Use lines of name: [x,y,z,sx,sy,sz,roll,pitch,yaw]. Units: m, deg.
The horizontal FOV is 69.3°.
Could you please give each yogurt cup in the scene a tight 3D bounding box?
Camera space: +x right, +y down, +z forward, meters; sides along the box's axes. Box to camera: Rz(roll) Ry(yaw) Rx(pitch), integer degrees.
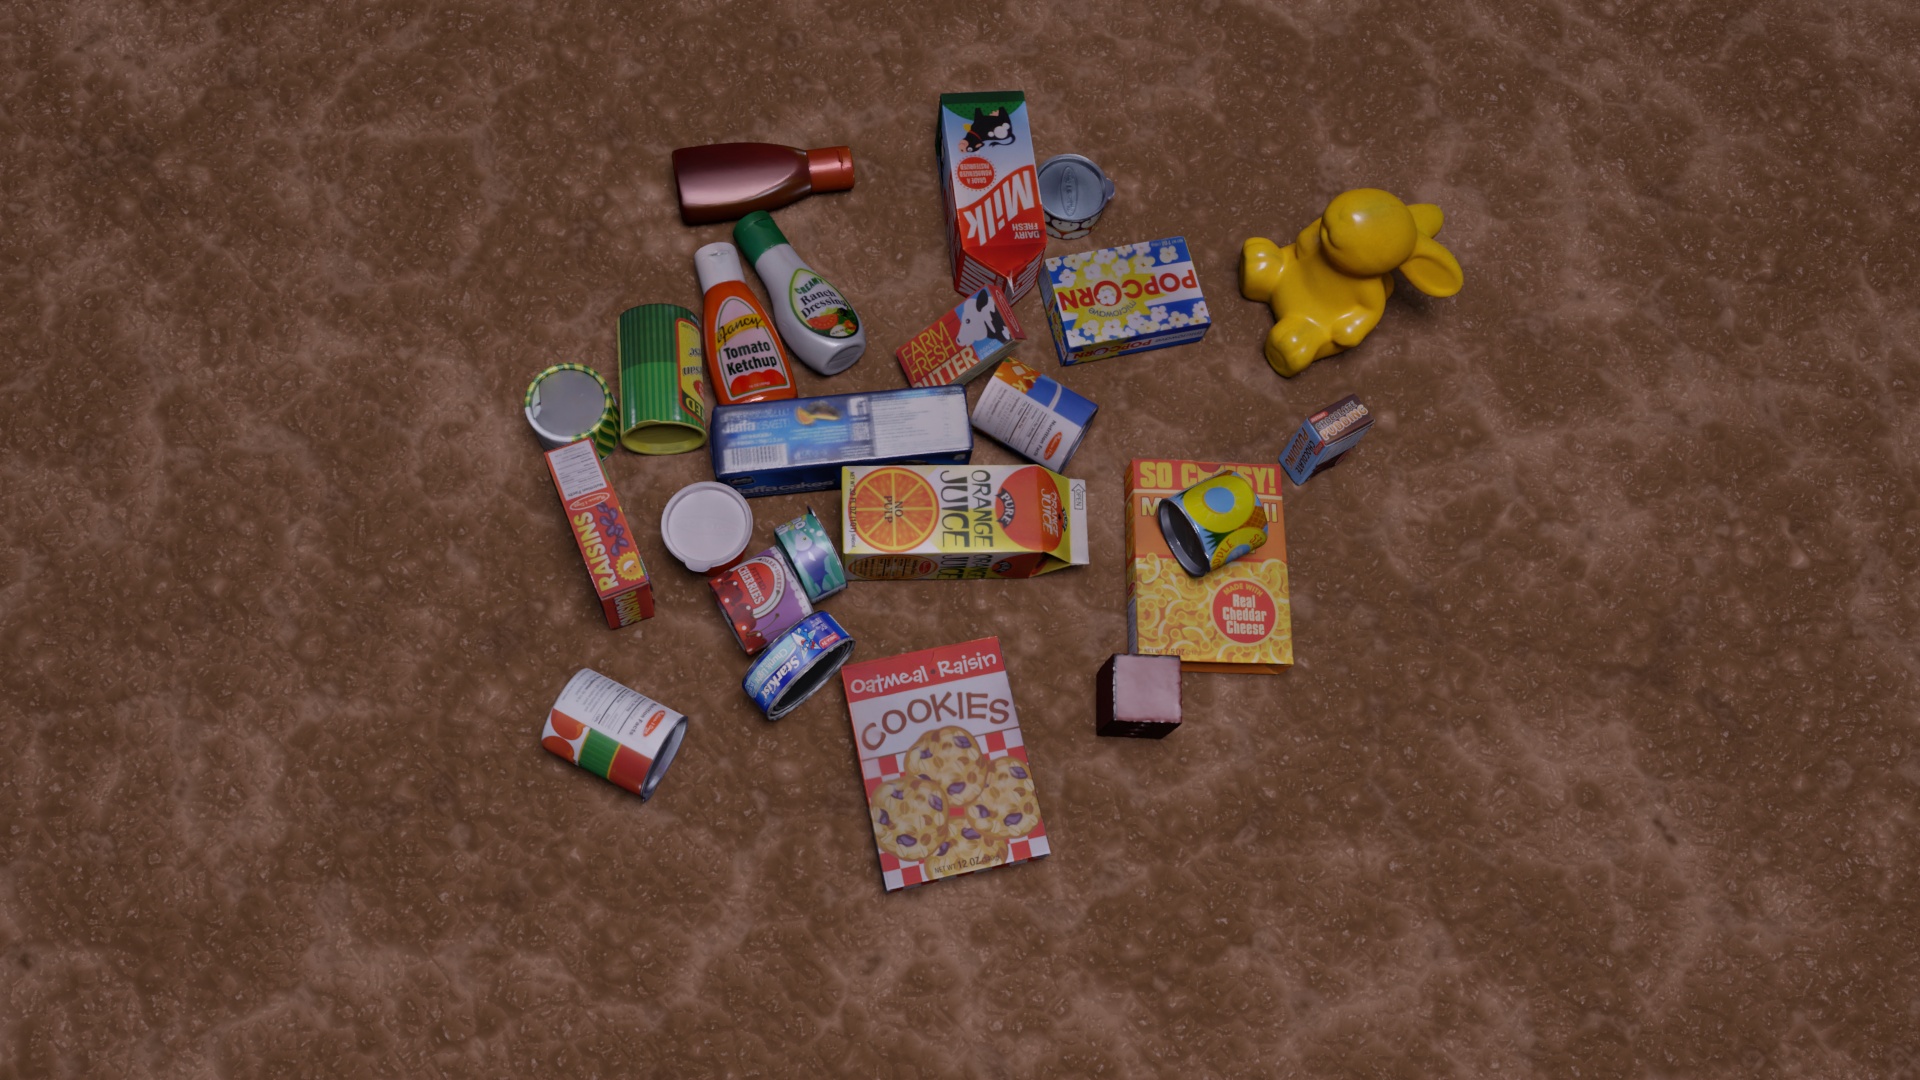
yogurt cup: [-0.193,-0.005,1.066,0.072,0.053,0.072,2,72,-5]

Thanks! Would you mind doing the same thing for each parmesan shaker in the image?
parmesan shaker: [-0.236,-0.128,1.093,0.071,0.071,0.103,-5,73,-7]

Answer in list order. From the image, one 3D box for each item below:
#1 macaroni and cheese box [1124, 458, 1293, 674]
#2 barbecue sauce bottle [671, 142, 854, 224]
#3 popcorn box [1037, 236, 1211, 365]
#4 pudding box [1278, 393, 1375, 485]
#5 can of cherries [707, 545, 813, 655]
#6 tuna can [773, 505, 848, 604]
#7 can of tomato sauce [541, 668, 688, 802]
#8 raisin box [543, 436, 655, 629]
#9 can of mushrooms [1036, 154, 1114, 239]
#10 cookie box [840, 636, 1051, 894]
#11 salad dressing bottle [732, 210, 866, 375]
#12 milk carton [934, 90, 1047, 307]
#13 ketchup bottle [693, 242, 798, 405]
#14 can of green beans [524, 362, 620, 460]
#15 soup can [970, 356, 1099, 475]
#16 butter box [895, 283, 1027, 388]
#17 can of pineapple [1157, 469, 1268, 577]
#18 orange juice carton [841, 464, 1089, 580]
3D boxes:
macaroni and cheese box: [0.195,0.019,1.102,0.124,0.040,0.167,2,72,-5]
barbecue sauce bottle: [-0.165,-0.307,1.174,0.149,0.043,0.065,-9,73,-9]
popcorn box: [0.138,-0.202,1.170,0.127,0.038,0.085,-11,74,-9]
pudding box: [0.294,-0.081,1.122,0.050,0.083,0.030,-28,74,-13]
can of cherries: [-0.150,0.044,1.045,0.058,0.071,0.071,-28,77,-13]
tuna can: [-0.115,0.011,1.060,0.033,0.071,0.071,-26,76,-12]
can of tomato sauce: [-0.251,0.141,1.008,0.083,0.071,0.071,26,72,4]
raisin box: [-0.269,-0.004,1.041,0.040,0.085,0.123,-20,75,-16]
can of mushrooms: [0.095,-0.296,1.200,0.071,0.033,0.071,2,71,-5]
cookie box: [-0.013,0.165,1.034,0.123,0.040,0.168,-11,73,-9]
salad dressing bottle: [-0.135,-0.205,1.141,0.064,0.043,0.148,-25,72,-36]
milk carton: [0.026,-0.277,1.166,0.073,0.072,0.191,-5,73,-7]
ketchup bottle: [-0.181,-0.169,1.127,0.065,0.043,0.149,-14,73,-16]
can of green beans: [-0.302,-0.098,1.084,0.071,0.057,0.071,2,72,-5]
soup can: [0.060,-0.101,1.117,0.084,0.071,0.071,31,72,6]
butter box: [-0.001,-0.156,1.118,0.103,0.024,0.053,-32,75,28]
can of pineapple: [0.193,-0.012,1.054,0.058,0.070,0.071,-25,76,-13]
orange juice carton: [0.004,-0.014,1.077,0.193,0.072,0.072,-1,72,-6]
